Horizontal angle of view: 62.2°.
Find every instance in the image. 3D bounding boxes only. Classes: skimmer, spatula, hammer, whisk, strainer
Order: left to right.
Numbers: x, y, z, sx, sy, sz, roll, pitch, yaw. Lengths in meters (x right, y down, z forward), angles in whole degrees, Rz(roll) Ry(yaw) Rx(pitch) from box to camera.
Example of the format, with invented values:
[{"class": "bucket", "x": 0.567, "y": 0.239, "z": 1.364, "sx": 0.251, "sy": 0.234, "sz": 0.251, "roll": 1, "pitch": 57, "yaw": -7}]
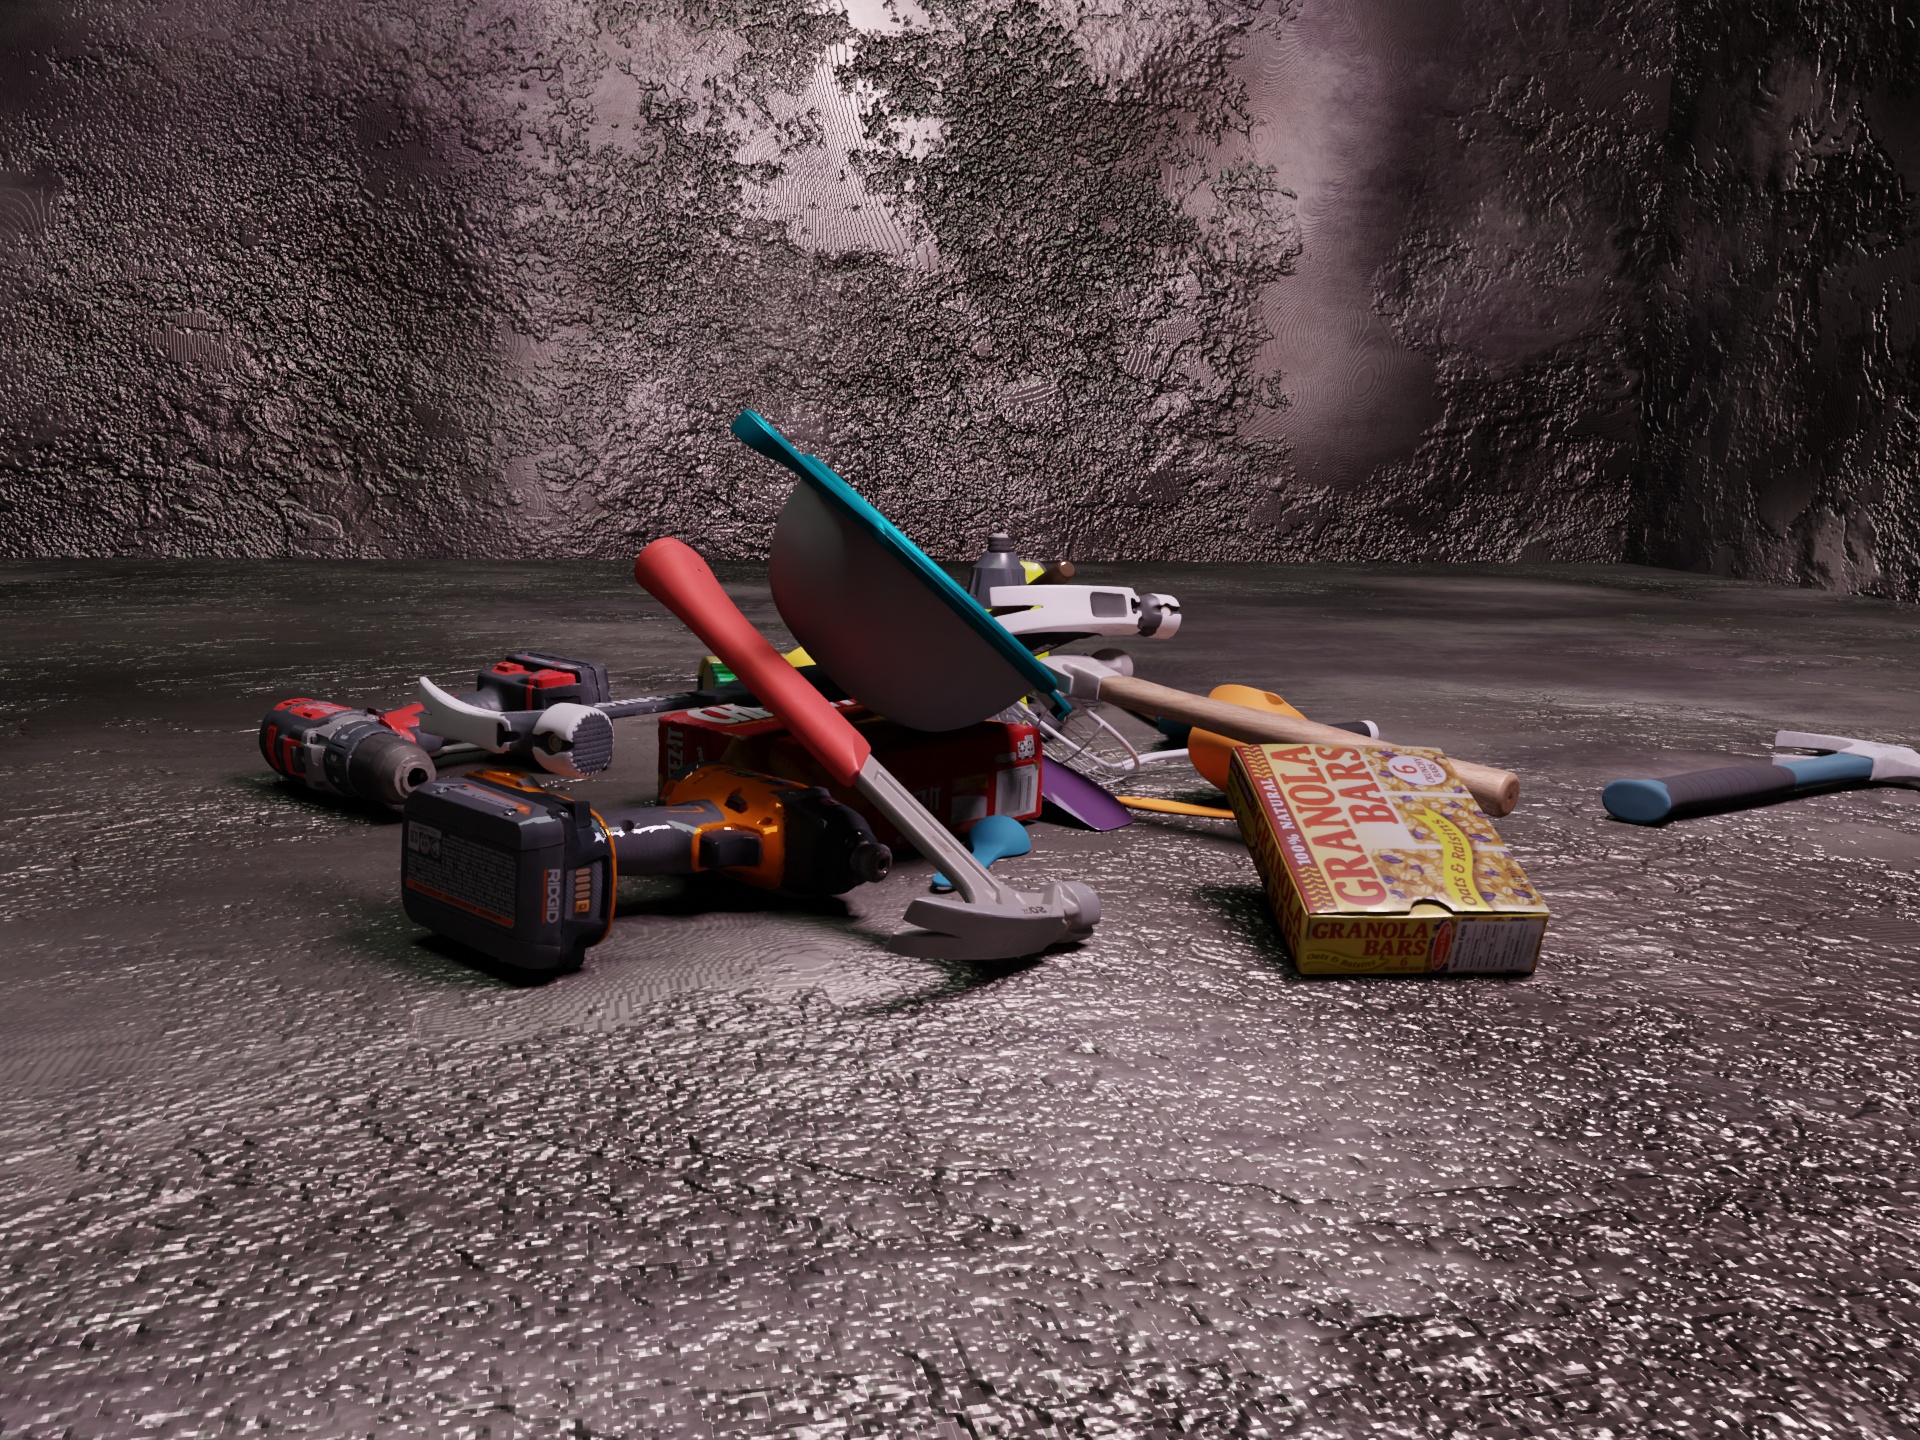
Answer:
[{"class": "hammer", "x": -0.147, "y": -0.015, "z": 0.987, "sx": 0.149, "sy": 0.036, "sz": 0.409, "roll": 9, "pitch": 10, "yaw": 31}, {"class": "hammer", "x": -0.083, "y": 0.003, "z": 0.862, "sx": 0.149, "sy": 0.036, "sz": 0.359, "roll": 7, "pitch": 29, "yaw": -50}, {"class": "strainer", "x": -0.068, "y": -0.076, "z": 0.925, "sx": 0.211, "sy": 0.095, "sz": 0.340, "roll": 44, "pitch": 4, "yaw": 24}, {"class": "spatula", "x": -0.002, "y": -0.004, "z": 1.153, "sx": 0.316, "sy": 0.018, "sz": 0.059, "roll": 33, "pitch": 28, "yaw": 31}, {"class": "hammer", "x": 0.011, "y": -0.042, "z": 1.245, "sx": 0.146, "sy": 0.035, "sz": 0.335, "roll": 2, "pitch": -14, "yaw": -33}, {"class": "whisk", "x": 0.099, "y": -0.019, "z": 1.443, "sx": 0.055, "sy": 0.055, "sz": 0.239, "roll": 4, "pitch": 15, "yaw": 16}, {"class": "spatula", "x": 0.179, "y": -0.020, "z": 1.453, "sx": 0.082, "sy": 0.044, "sz": 0.318, "roll": -4, "pitch": 10, "yaw": -10}, {"class": "skimmer", "x": 0.191, "y": -0.006, "z": 1.248, "sx": 0.363, "sy": 0.090, "sz": 0.127, "roll": -5, "pitch": 11, "yaw": -30}, {"class": "hammer", "x": 0.191, "y": 0.005, "z": 1.023, "sx": 0.331, "sy": 0.031, "sz": 0.130, "roll": 17, "pitch": 17, "yaw": 35}, {"class": "hammer", "x": 0.606, "y": 0.044, "z": 1.191, "sx": 0.331, "sy": 0.033, "sz": 0.128, "roll": -5, "pitch": 13, "yaw": -30}]

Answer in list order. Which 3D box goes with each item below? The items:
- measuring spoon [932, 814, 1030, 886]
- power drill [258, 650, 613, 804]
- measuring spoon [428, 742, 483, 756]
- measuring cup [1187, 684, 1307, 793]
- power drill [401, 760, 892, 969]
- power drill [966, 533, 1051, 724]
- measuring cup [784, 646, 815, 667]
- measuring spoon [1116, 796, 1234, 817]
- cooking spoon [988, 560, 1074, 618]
[{"class": "measuring spoon", "x": 0.010, "y": 0.077, "z": 0.963, "sx": 0.042, "sy": 0.021, "sz": 0.128, "roll": 5, "pitch": 10, "yaw": 18}, {"class": "power drill", "x": -0.361, "y": 0.010, "z": 1.143, "sx": 0.188, "sy": 0.080, "sz": 0.226, "roll": 11, "pitch": 17, "yaw": 43}, {"class": "measuring spoon", "x": -0.389, "y": 0.014, "z": 1.267, "sx": 0.034, "sy": 0.018, "sz": 0.124, "roll": 11, "pitch": 13, "yaw": 43}, {"class": "measuring cup", "x": 0.240, "y": 0.042, "z": 1.116, "sx": 0.174, "sy": 0.052, "sz": 0.095, "roll": 30, "pitch": -20, "yaw": 13}, {"class": "power drill", "x": -0.155, "y": 0.069, "z": 0.838, "sx": 0.164, "sy": 0.084, "sz": 0.226, "roll": 11, "pitch": 10, "yaw": 40}, {"class": "power drill", "x": 0.040, "y": -0.086, "z": 1.458, "sx": 0.080, "sy": 0.171, "sz": 0.223, "roll": 2, "pitch": 7, "yaw": 5}, {"class": "measuring cup", "x": -0.148, "y": -0.015, "z": 1.209, "sx": 0.156, "sy": 0.029, "sz": 0.062, "roll": -31, "pitch": -15, "yaw": 28}, {"class": "measuring spoon", "x": 0.165, "y": 0.059, "z": 1.112, "sx": 0.117, "sy": 0.011, "sz": 0.021, "roll": 6, "pitch": 11, "yaw": 22}, {"class": "cooking spoon", "x": 0.013, "y": -0.068, "z": 1.253, "sx": 0.068, "sy": 0.017, "sz": 0.319, "roll": -12, "pitch": -9, "yaw": -25}]
